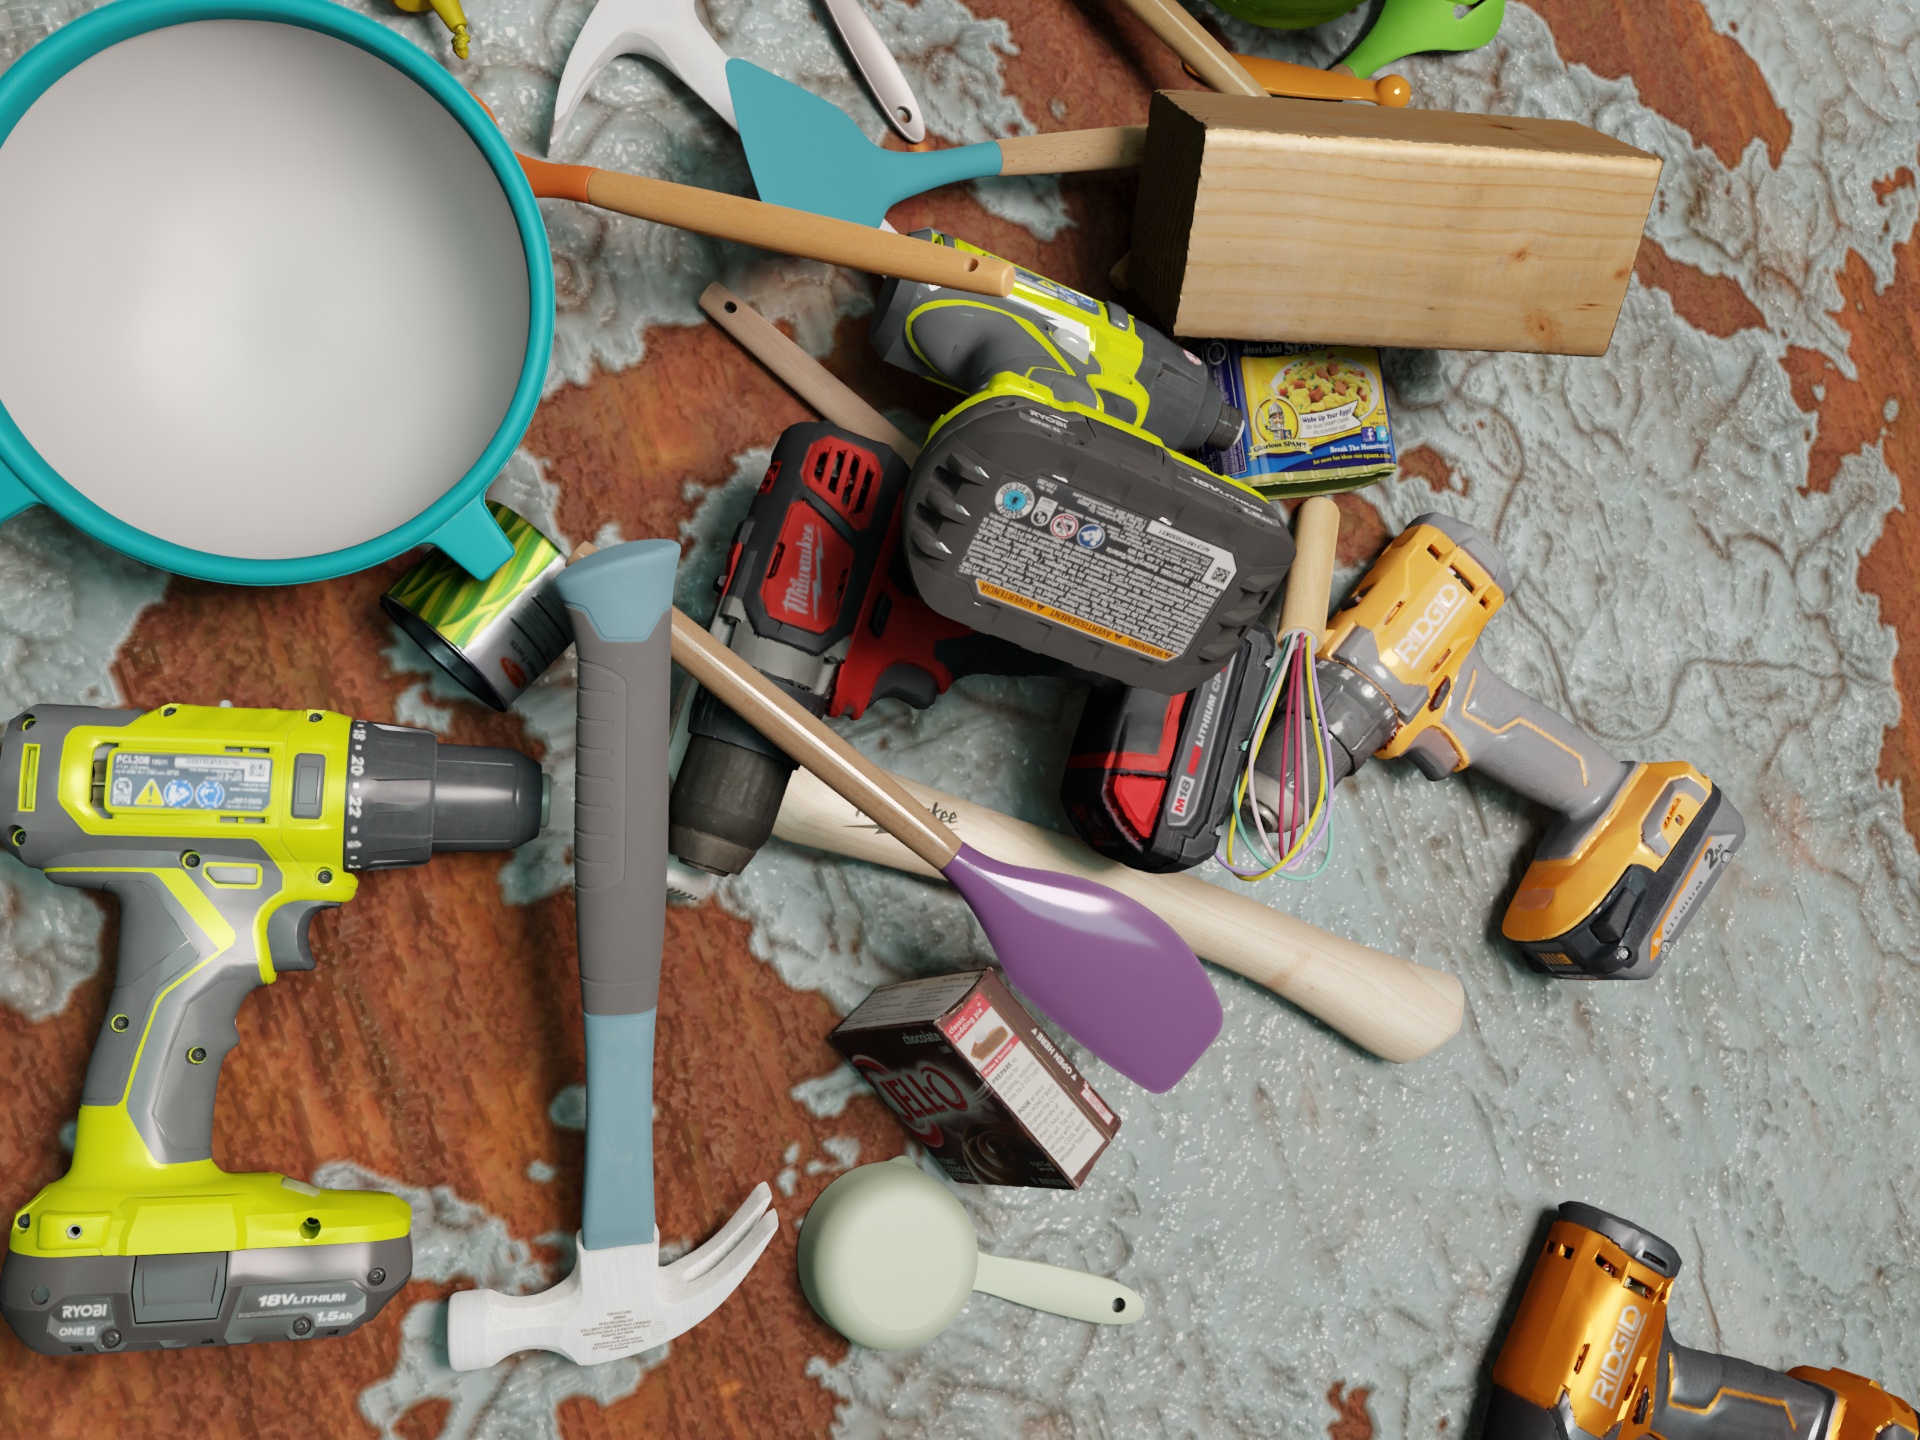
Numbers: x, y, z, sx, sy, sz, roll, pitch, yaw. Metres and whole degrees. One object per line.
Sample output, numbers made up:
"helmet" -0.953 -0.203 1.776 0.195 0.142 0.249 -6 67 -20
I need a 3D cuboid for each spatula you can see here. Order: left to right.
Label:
"spatula" -0.129 -0.213 0.636 0.323 0.041 0.081 18 80 18
"spatula" -0.022 0.035 0.616 0.316 0.018 0.060 39 91 -9
"spatula" 0.043 -0.263 0.727 0.317 0.044 0.082 -15 86 -25

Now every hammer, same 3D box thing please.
"hammer" -0.131 0.096 0.604 0.128 0.033 0.331 -1 106 -16
"hammer" -0.011 -0.186 0.738 0.405 0.035 0.144 44 72 -10
"hammer" 0.061 0.066 0.737 0.410 0.038 0.146 20 76 -17

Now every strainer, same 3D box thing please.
"strainer" -0.254 -0.221 0.606 0.211 0.095 0.340 5 93 -10

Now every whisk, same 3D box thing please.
"whisk" 0.156 -0.022 0.725 0.051 0.047 0.245 18 48 2

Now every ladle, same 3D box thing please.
"ladle" 0.053 -0.386 0.750 0.320 0.062 0.078 43 69 -2

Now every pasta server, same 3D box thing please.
"pasta server" 0.008 -0.095 0.734 0.316 0.040 0.060 39 78 -10

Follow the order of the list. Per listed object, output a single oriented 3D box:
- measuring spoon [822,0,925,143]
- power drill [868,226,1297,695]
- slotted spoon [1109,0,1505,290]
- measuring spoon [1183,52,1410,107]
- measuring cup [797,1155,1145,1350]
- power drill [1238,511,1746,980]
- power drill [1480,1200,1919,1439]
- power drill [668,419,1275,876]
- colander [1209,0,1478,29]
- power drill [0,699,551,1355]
"measuring spoon" -0.055 -0.327 0.752 0.034 0.018 0.124 -40 105 -30
"power drill" 0.051 -0.111 0.632 0.171 0.223 0.080 19 122 -15
"slotted spoon" 0.186 -0.319 0.827 0.314 0.031 0.070 -44 93 -17
"measuring spoon" 0.172 -0.329 0.810 0.117 0.011 0.021 10 70 3
"measuring cup" 0.012 0.245 0.697 0.167 0.038 0.083 18 79 -15
"power drill" 0.255 0.034 0.787 0.226 0.084 0.185 44 73 -6
"power drill" 0.363 0.363 0.790 0.226 0.084 0.164 32 76 -9
"power drill" -0.001 -0.002 0.664 0.226 0.080 0.188 20 82 -13
"colander" 0.101 -0.463 0.791 0.397 0.094 0.204 37 72 6
"power drill" -0.257 0.107 0.599 0.190 0.080 0.228 3 80 -19
